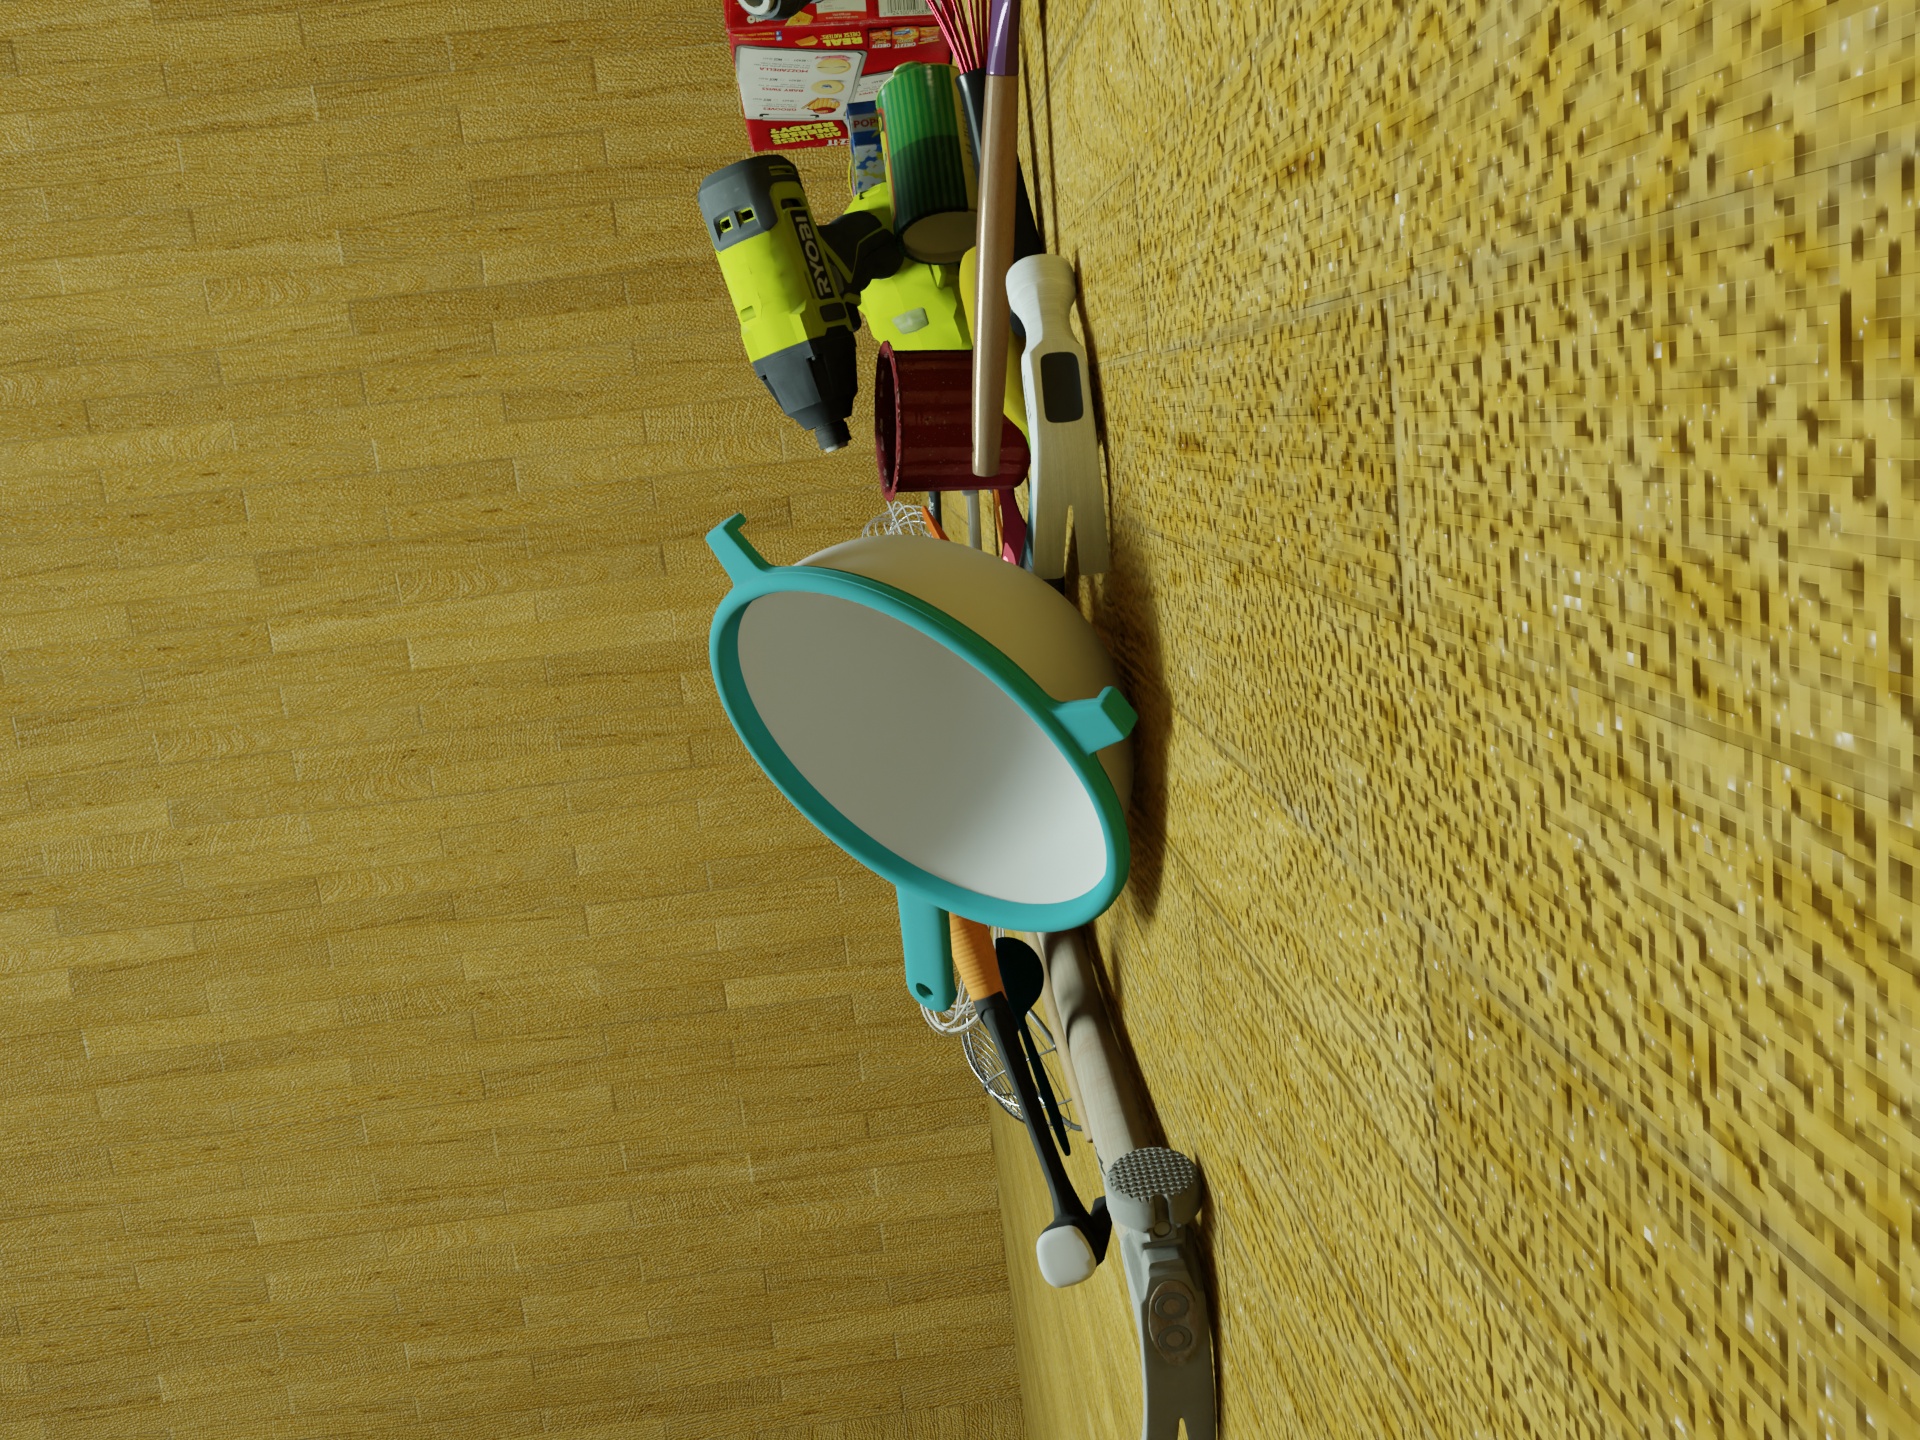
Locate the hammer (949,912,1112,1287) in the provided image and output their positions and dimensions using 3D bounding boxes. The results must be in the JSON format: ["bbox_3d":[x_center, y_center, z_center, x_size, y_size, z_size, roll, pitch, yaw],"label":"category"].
[{"bbox_3d":[0.015,0.147,0.922,0.127,0.034,0.337,13,-123,-80],"label":"hammer"}]

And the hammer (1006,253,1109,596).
[{"bbox_3d":[0.042,-0.082,0.810,0.330,0.033,0.128,89,175,-68],"label":"hammer"}]

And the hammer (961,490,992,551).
[{"bbox_3d":[0.017,-0.091,1.341,0.149,0.036,0.358,-99,4,-49],"label":"hammer"}]

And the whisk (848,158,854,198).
[{"bbox_3d":[-0.045,-0.342,1.282,0.051,0.047,0.244,-102,-1,-71],"label":"whisk"}]

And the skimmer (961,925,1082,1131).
[{"bbox_3d":[0.052,0.112,1.157,0.127,0.090,0.364,101,174,-63],"label":"skimmer"}]

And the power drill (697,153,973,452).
[{"bbox_3d":[-0.067,-0.268,1.018,0.223,0.080,0.171,-35,-71,-59],"label":"power drill"}]

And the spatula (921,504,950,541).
[{"bbox_3d":[-0.001,-0.003,0.896,0.322,0.041,0.081,101,146,-60],"label":"spatula"}]

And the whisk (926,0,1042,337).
[{"bbox_3d":[0.004,-0.335,0.774,0.073,0.073,0.295,-109,7,-79],"label":"whisk"}]

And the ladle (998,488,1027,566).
[{"bbox_3d":[0.023,-0.191,1.018,0.069,0.031,0.316,126,142,-60],"label":"ladle"}]

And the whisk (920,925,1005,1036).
[{"bbox_3d":[0.018,0.077,1.006,0.058,0.059,0.246,-5,68,50],"label":"whisk"}]

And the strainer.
[{"bbox_3d":[0.001,0.028,0.755,0.095,0.211,0.340,-53,-22,-30],"label":"strainer"}]

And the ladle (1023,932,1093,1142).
[{"bbox_3d":[0.056,0.118,1.053,0.078,0.062,0.320,54,-163,-61],"label":"ladle"}]

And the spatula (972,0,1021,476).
[{"bbox_3d":[0.018,-0.264,0.718,0.060,0.018,0.315,-101,12,-64],"label":"spatula"}]

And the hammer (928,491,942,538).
[{"bbox_3d":[-0.021,-0.196,1.152,0.149,0.036,0.409,112,157,-66],"label":"hammer"}]

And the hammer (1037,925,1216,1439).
[{"bbox_3d":[0.071,0.184,0.832,0.411,0.038,0.146,-102,4,-70],"label":"hammer"}]

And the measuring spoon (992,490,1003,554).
[{"bbox_3d":[0.037,-0.117,1.154,0.021,0.011,0.117,-121,21,-81],"label":"measuring spoon"}]

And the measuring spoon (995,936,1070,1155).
[{"bbox_3d":[0.046,0.173,0.846,0.042,0.021,0.128,-78,-30,-77],"label":"measuring spoon"}]

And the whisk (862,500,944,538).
[{"bbox_3d":[-0.015,-0.076,1.243,0.070,0.070,0.285,86,166,-48],"label":"whisk"}]

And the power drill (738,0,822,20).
[{"bbox_3d":[-0.060,-0.482,0.791,0.191,0.080,0.228,-56,-20,-33],"label":"power drill"}]
